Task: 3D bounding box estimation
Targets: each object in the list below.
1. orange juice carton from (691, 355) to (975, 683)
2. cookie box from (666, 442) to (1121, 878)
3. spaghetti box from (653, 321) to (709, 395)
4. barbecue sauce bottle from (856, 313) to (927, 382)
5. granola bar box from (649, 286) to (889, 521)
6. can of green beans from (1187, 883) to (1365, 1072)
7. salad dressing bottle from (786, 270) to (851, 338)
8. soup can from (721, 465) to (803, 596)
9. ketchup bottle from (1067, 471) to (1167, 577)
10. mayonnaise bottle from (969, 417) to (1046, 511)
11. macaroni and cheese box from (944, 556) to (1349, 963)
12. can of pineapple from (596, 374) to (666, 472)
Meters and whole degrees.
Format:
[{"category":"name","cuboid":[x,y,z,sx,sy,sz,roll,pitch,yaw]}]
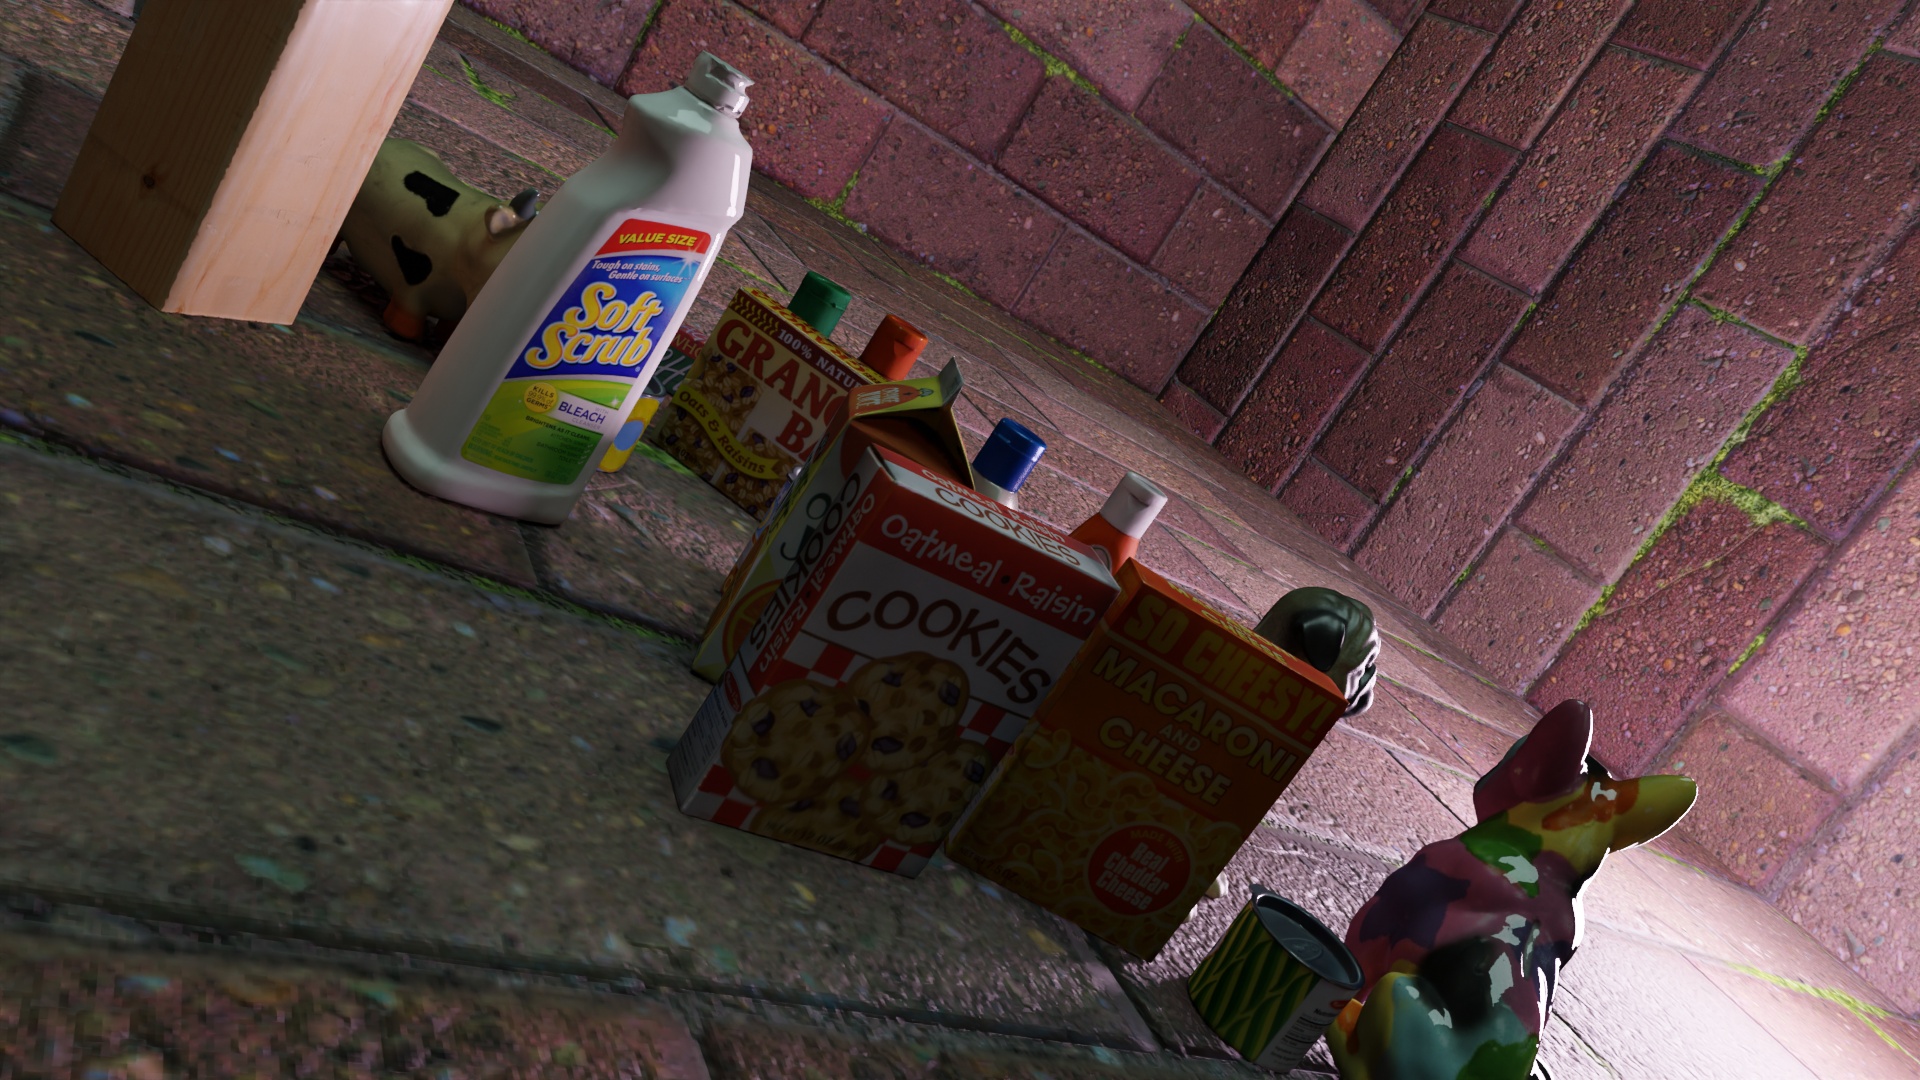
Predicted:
[{"category":"orange juice carton","cuboid":[-0.053,-0.006,0.694,0.073,0.192,0.072,31,14,-12]},{"category":"cookie box","cuboid":[-0.028,0.056,0.592,0.123,0.167,0.040,25,16,-32]},{"category":"spaghetti box","cuboid":[-0.182,-0.120,1.080,0.250,0.050,0.029,30,14,-14]},{"category":"barbecue sauce bottle","cuboid":[-0.078,-0.097,1.032,0.065,0.148,0.044,28,15,-23]},{"category":"granola bar box","cuboid":[-0.110,-0.074,0.934,0.166,0.124,0.039,36,14,9]},{"category":"can of green beans","cuboid":[0.155,0.217,0.686,0.071,0.057,0.071,32,14,-9]},{"category":"salad dressing bottle","cuboid":[-0.131,-0.123,1.004,0.044,0.147,0.064,42,16,31]},{"category":"soup can","cuboid":[-0.089,0.009,0.786,0.071,0.083,0.071,32,14,-9]},{"category":"ketchup bottle","cuboid":[0.098,0.018,1.037,0.065,0.148,0.043,34,13,2]},{"category":"mayonnaise bottle","cuboid":[0.003,-0.012,0.929,0.065,0.147,0.041,42,15,30]},{"category":"macaroni and cheese box","cuboid":[0.087,0.108,0.676,0.123,0.166,0.040,31,14,-13]},{"category":"can of pineapple","cuboid":[-0.222,-0.083,0.852,0.071,0.057,0.071,32,14,-9]}]
